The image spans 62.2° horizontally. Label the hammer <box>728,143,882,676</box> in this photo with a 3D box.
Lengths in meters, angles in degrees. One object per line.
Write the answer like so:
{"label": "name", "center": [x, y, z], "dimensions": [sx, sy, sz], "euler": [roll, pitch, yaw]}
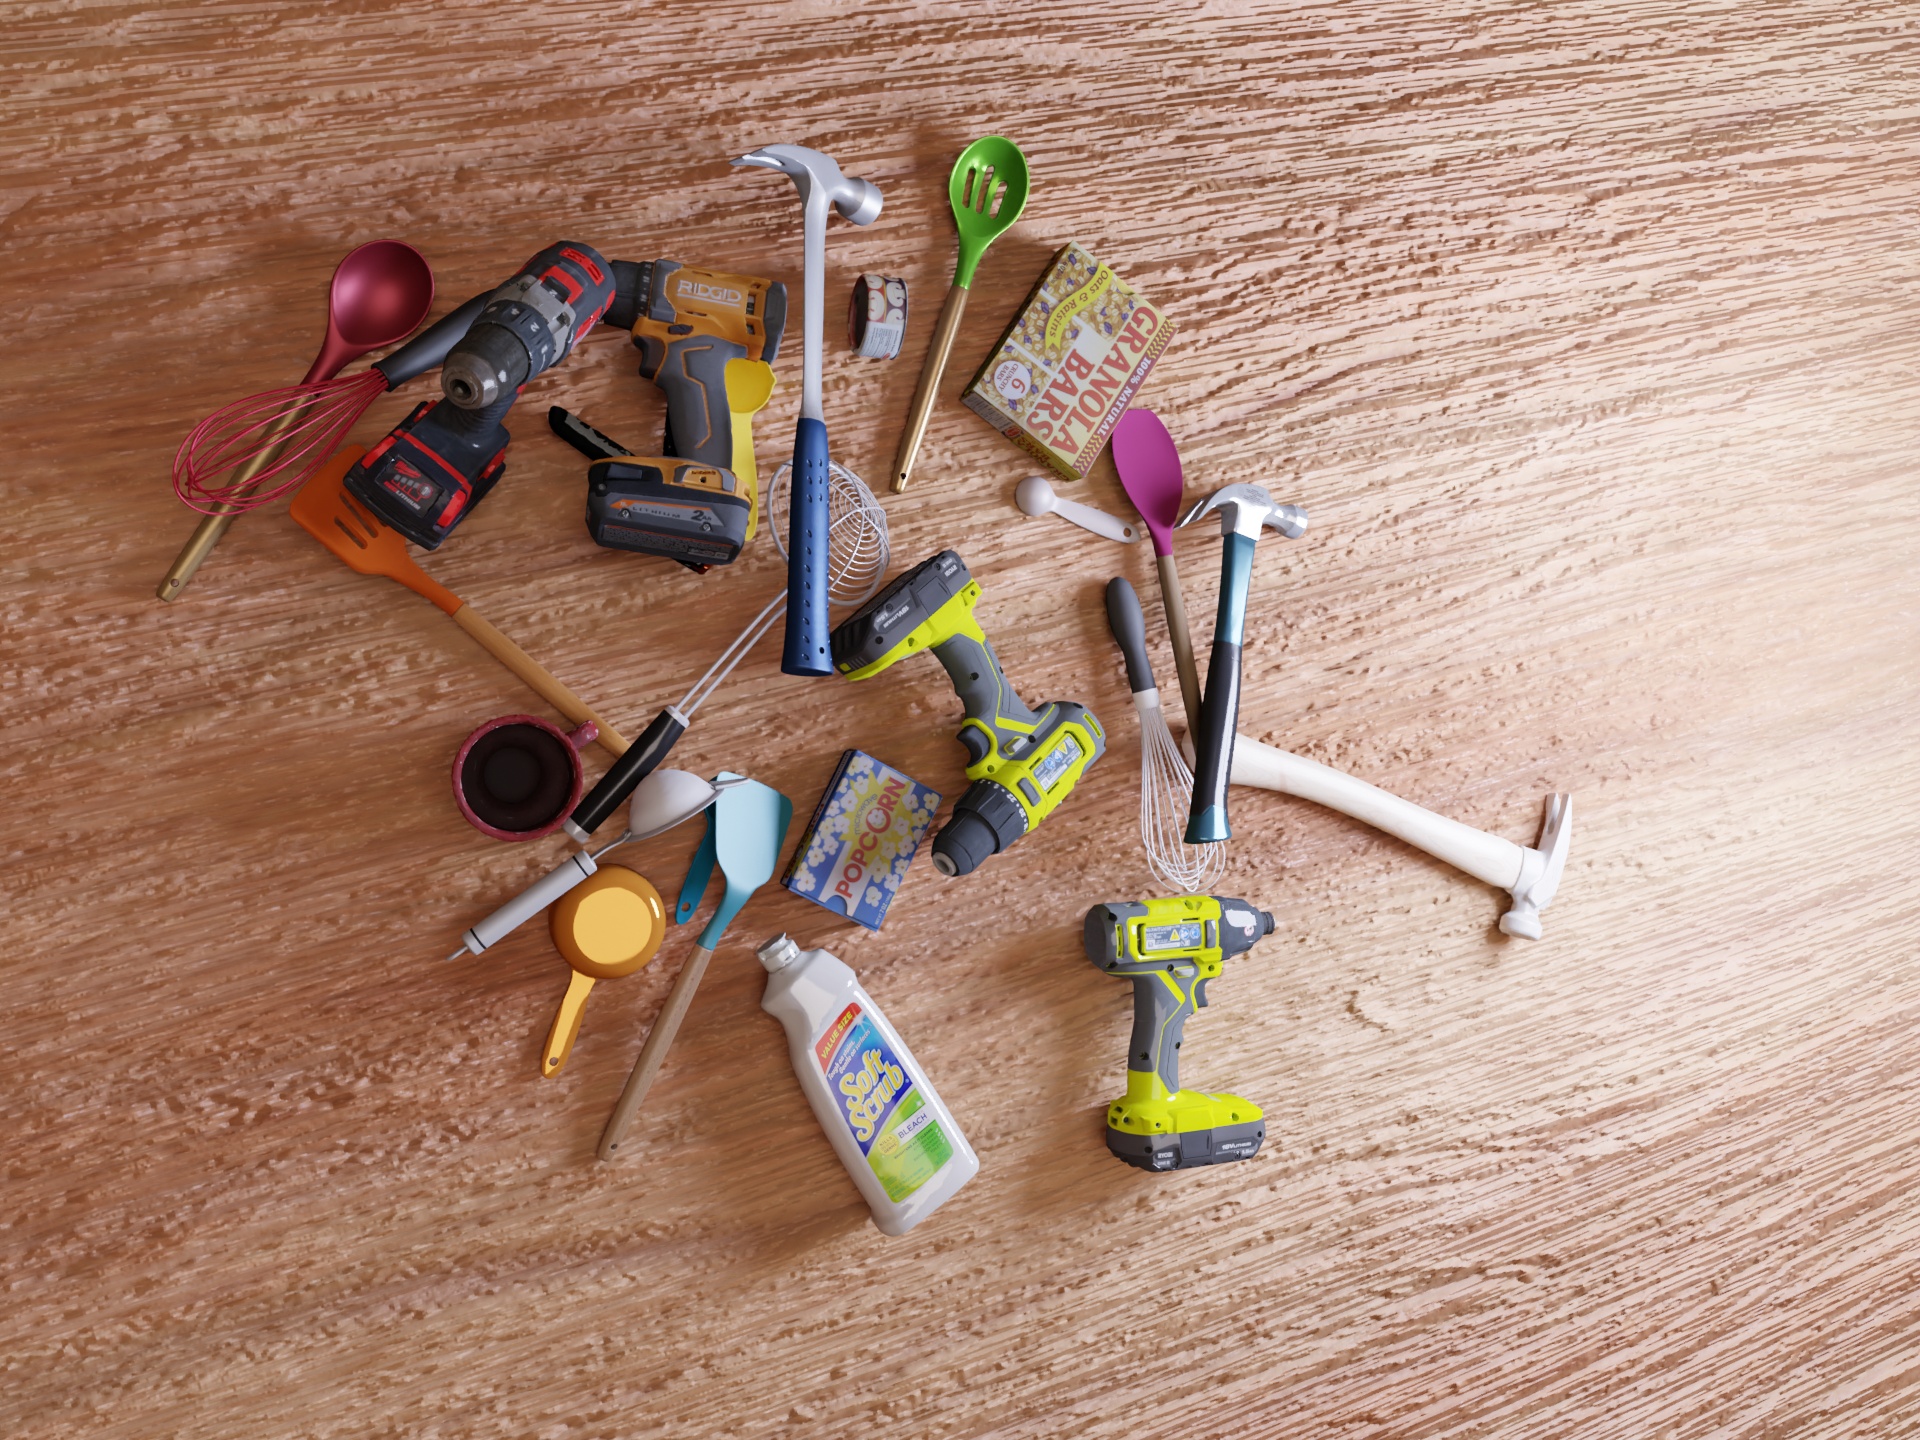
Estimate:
{"label": "hammer", "center": [-0.117, -0.237, 1.201], "dimensions": [0.144, 0.035, 0.405], "euler": [10, 78, -53]}

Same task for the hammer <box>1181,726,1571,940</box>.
{"label": "hammer", "center": [0.390, 0.073, 1.472], "dimensions": [0.410, 0.038, 0.146], "euler": [21, 81, -18]}

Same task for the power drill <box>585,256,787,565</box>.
{"label": "power drill", "center": [-0.234, -0.244, 1.202], "dimensions": [0.185, 0.084, 0.226], "euler": [8, 76, -14]}

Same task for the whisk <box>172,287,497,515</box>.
{"label": "whisk", "center": [-0.437, -0.240, 1.155], "dimensions": [0.296, 0.073, 0.073], "euler": [-42, 103, -29]}

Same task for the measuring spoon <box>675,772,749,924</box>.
{"label": "measuring spoon", "center": [-0.207, 0.101, 1.274], "dimensions": [0.042, 0.021, 0.128], "euler": [20, 92, -43]}

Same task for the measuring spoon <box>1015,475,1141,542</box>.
{"label": "measuring spoon", "center": [0.106, -0.180, 1.383], "dimensions": [0.124, 0.018, 0.034], "euler": [19, 83, -19]}

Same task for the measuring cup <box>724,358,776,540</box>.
{"label": "measuring cup", "center": [-0.179, -0.222, 1.280], "dimensions": [0.062, 0.029, 0.156], "euler": [-3, 93, -19]}

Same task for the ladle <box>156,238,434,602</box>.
{"label": "ladle", "center": [-0.493, -0.220, 1.170], "dimensions": [0.069, 0.031, 0.315], "euler": [36, 80, -25]}

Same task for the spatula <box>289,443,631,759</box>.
{"label": "spatula", "center": [-0.360, -0.070, 1.207], "dimensions": [0.322, 0.041, 0.081], "euler": [43, 55, -16]}

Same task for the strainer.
{"label": "strainer", "center": [-0.276, 0.101, 1.194], "dimensions": [0.258, 0.087, 0.050], "euler": [-36, 105, -13]}

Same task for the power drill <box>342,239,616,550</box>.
{"label": "power drill", "center": [-0.337, -0.218, 1.097], "dimensions": [0.080, 0.226, 0.188], "euler": [39, 37, -15]}

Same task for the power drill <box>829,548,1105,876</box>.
{"label": "power drill", "center": [-0.002, -0.004, 1.295], "dimensions": [0.190, 0.080, 0.228], "euler": [-43, 103, -32]}

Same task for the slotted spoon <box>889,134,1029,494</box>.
{"label": "slotted spoon", "center": [-0.010, -0.340, 1.340], "dimensions": [0.070, 0.031, 0.314], "euler": [18, 86, -18]}

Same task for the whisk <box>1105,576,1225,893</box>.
{"label": "whisk", "center": [0.171, 0.012, 1.386], "dimensions": [0.070, 0.070, 0.284], "euler": [-13, 89, -19]}

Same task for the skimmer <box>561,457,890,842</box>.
{"label": "skimmer", "center": [-0.190, -0.055, 1.261], "dimensions": [0.363, 0.090, 0.127], "euler": [-49, 118, -6]}

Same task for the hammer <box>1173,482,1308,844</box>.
{"label": "hammer", "center": [0.231, -0.051, 1.379], "dimensions": [0.128, 0.033, 0.331], "euler": [17, 73, -27]}

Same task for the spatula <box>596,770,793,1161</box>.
{"label": "spatula", "center": [-0.218, 0.198, 1.258], "dimensions": [0.082, 0.044, 0.317], "euler": [27, 88, -44]}

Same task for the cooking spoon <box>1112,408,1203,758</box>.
{"label": "cooking spoon", "center": [0.183, -0.118, 1.394], "dimensions": [0.068, 0.017, 0.319], "euler": [-9, 85, -28]}

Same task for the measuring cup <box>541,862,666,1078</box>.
{"label": "measuring cup", "center": [-0.285, 0.195, 1.224], "dimensions": [0.095, 0.052, 0.174], "euler": [21, 81, -18]}

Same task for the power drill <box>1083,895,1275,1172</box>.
{"label": "power drill", "center": [0.197, 0.264, 1.376], "dimensions": [0.171, 0.080, 0.223], "euler": [-2, 91, -19]}
